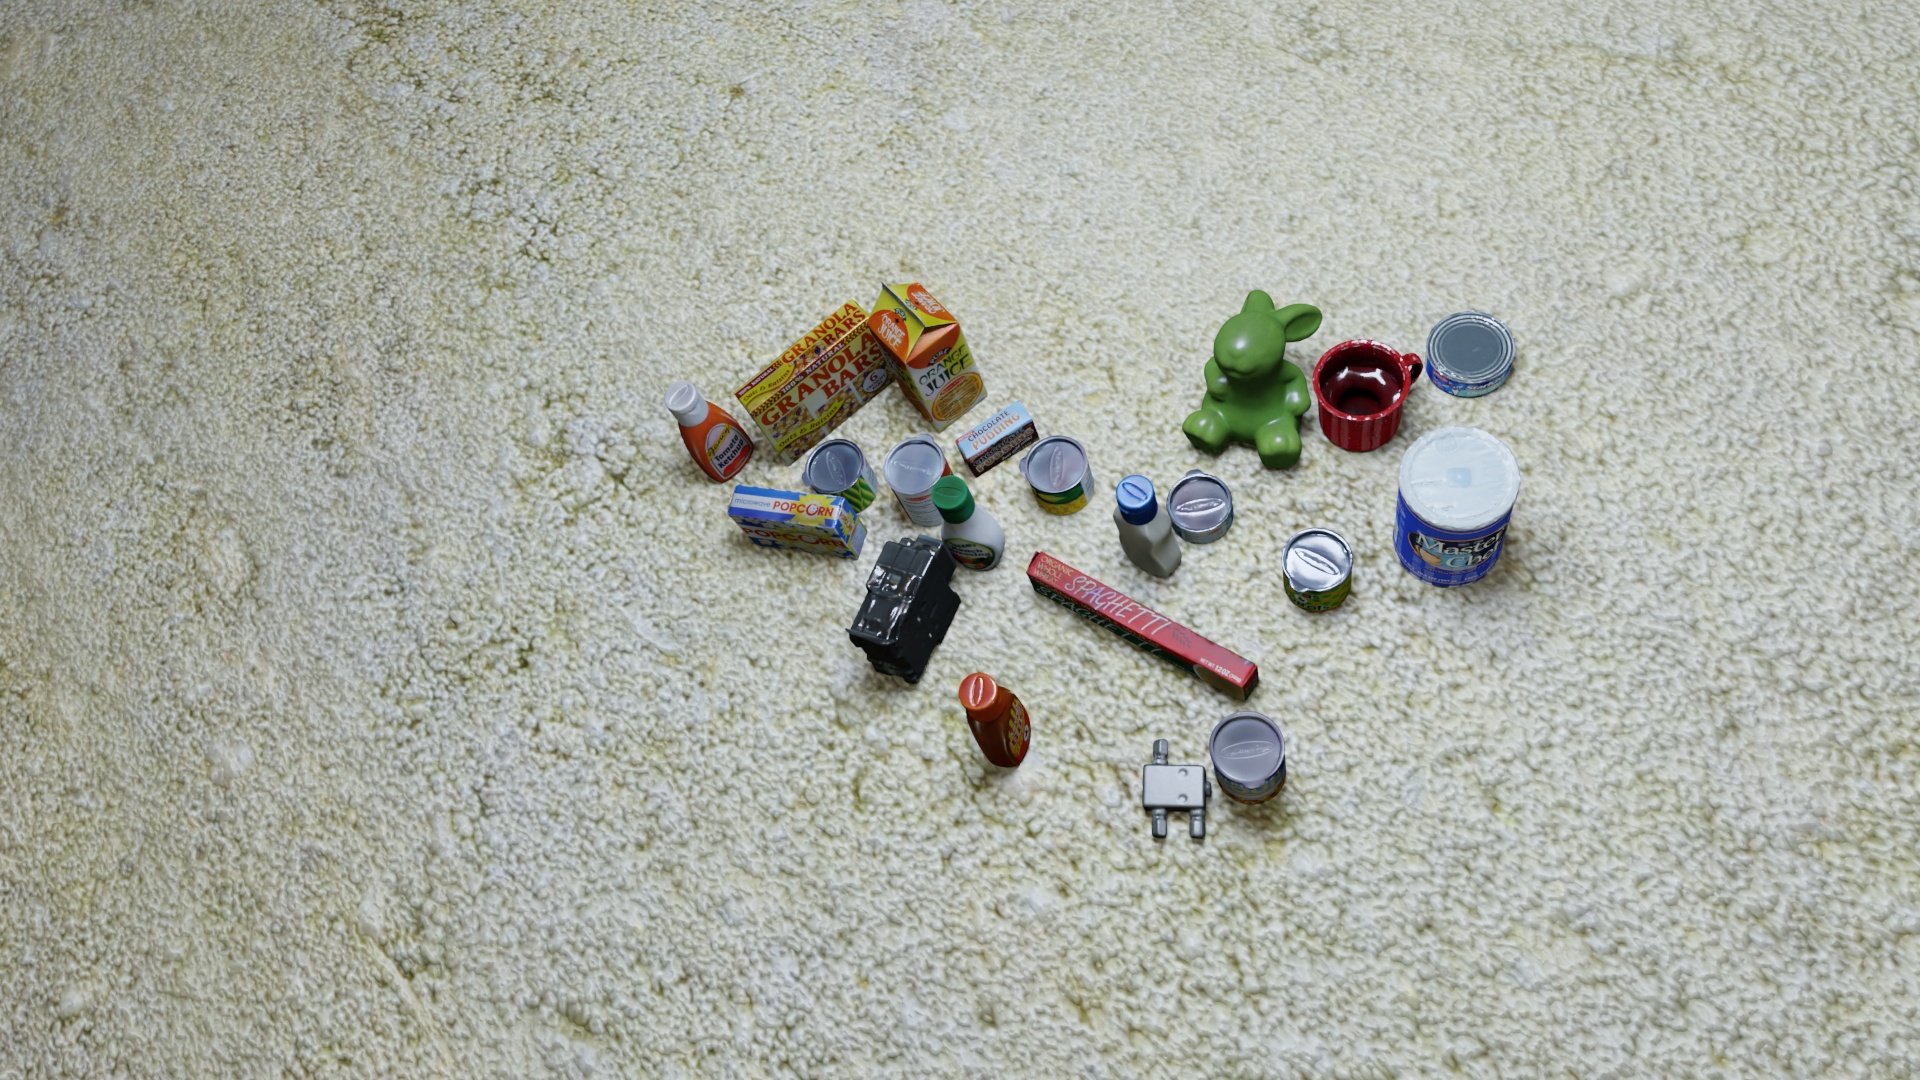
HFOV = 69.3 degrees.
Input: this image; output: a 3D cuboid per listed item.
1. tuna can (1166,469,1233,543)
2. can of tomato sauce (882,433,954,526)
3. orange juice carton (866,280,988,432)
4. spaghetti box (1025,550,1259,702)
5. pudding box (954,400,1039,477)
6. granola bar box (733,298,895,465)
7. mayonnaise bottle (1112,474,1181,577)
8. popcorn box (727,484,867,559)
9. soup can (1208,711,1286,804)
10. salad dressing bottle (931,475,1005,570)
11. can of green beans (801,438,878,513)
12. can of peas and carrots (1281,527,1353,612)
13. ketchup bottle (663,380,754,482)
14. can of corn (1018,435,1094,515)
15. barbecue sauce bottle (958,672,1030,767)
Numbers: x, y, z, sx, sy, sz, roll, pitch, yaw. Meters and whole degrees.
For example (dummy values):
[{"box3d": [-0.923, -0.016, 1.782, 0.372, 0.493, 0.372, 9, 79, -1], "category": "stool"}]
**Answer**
[{"box3d": [0.243, -0.034, 1.408, 0.071, 0.032, 0.071, -6, 64, 12], "category": "tuna can"}, {"box3d": [-0.039, -0.062, 1.465, 0.071, 0.083, 0.071, -6, 64, 12], "category": "can of tomato sauce"}, {"box3d": [-0.038, -0.201, 1.469, 0.073, 0.192, 0.072, -39, 62, -5], "category": "orange juice carton"}, {"box3d": [0.175, 0.082, 1.360, 0.250, 0.050, 0.029, 28, 75, 24], "category": "spaghetti box"}, {"box3d": [0.040, -0.109, 1.486, 0.084, 0.049, 0.030, -32, 62, -2], "category": "pudding box"}, {"box3d": [-0.155, -0.173, 1.524, 0.166, 0.124, 0.039, -40, 62, -6], "category": "granola bar box"}, {"box3d": [0.179, -0.016, 1.350, 0.065, 0.147, 0.041, 36, 79, 26], "category": "mayonnaise bottle"}, {"box3d": [-0.173, -0.020, 1.478, 0.127, 0.085, 0.038, 7, 68, 18], "category": "popcorn box"}, {"box3d": [0.262, 0.201, 1.262, 0.071, 0.083, 0.071, -6, 64, 12], "category": "soup can"}, {"box3d": [0.005, -0.018, 1.396, 0.064, 0.147, 0.044, 8, 68, 18], "category": "salad dressing bottle"}, {"box3d": [-0.128, -0.068, 1.505, 0.071, 0.057, 0.071, -6, 64, 12], "category": "can of green beans"}, {"box3d": [0.342, 0.031, 1.337, 0.071, 0.058, 0.071, -6, 64, 12], "category": "can of peas and carrots"}, {"box3d": [-0.278, -0.122, 1.517, 0.043, 0.148, 0.065, 33, 77, 25], "category": "ketchup bottle"}, {"box3d": [0.101, -0.067, 1.446, 0.071, 0.058, 0.071, -6, 64, 12], "category": "can of corn"}, {"box3d": [0.031, 0.164, 1.302, 0.043, 0.148, 0.065, 3, 66, 16], "category": "barbecue sauce bottle"}]
